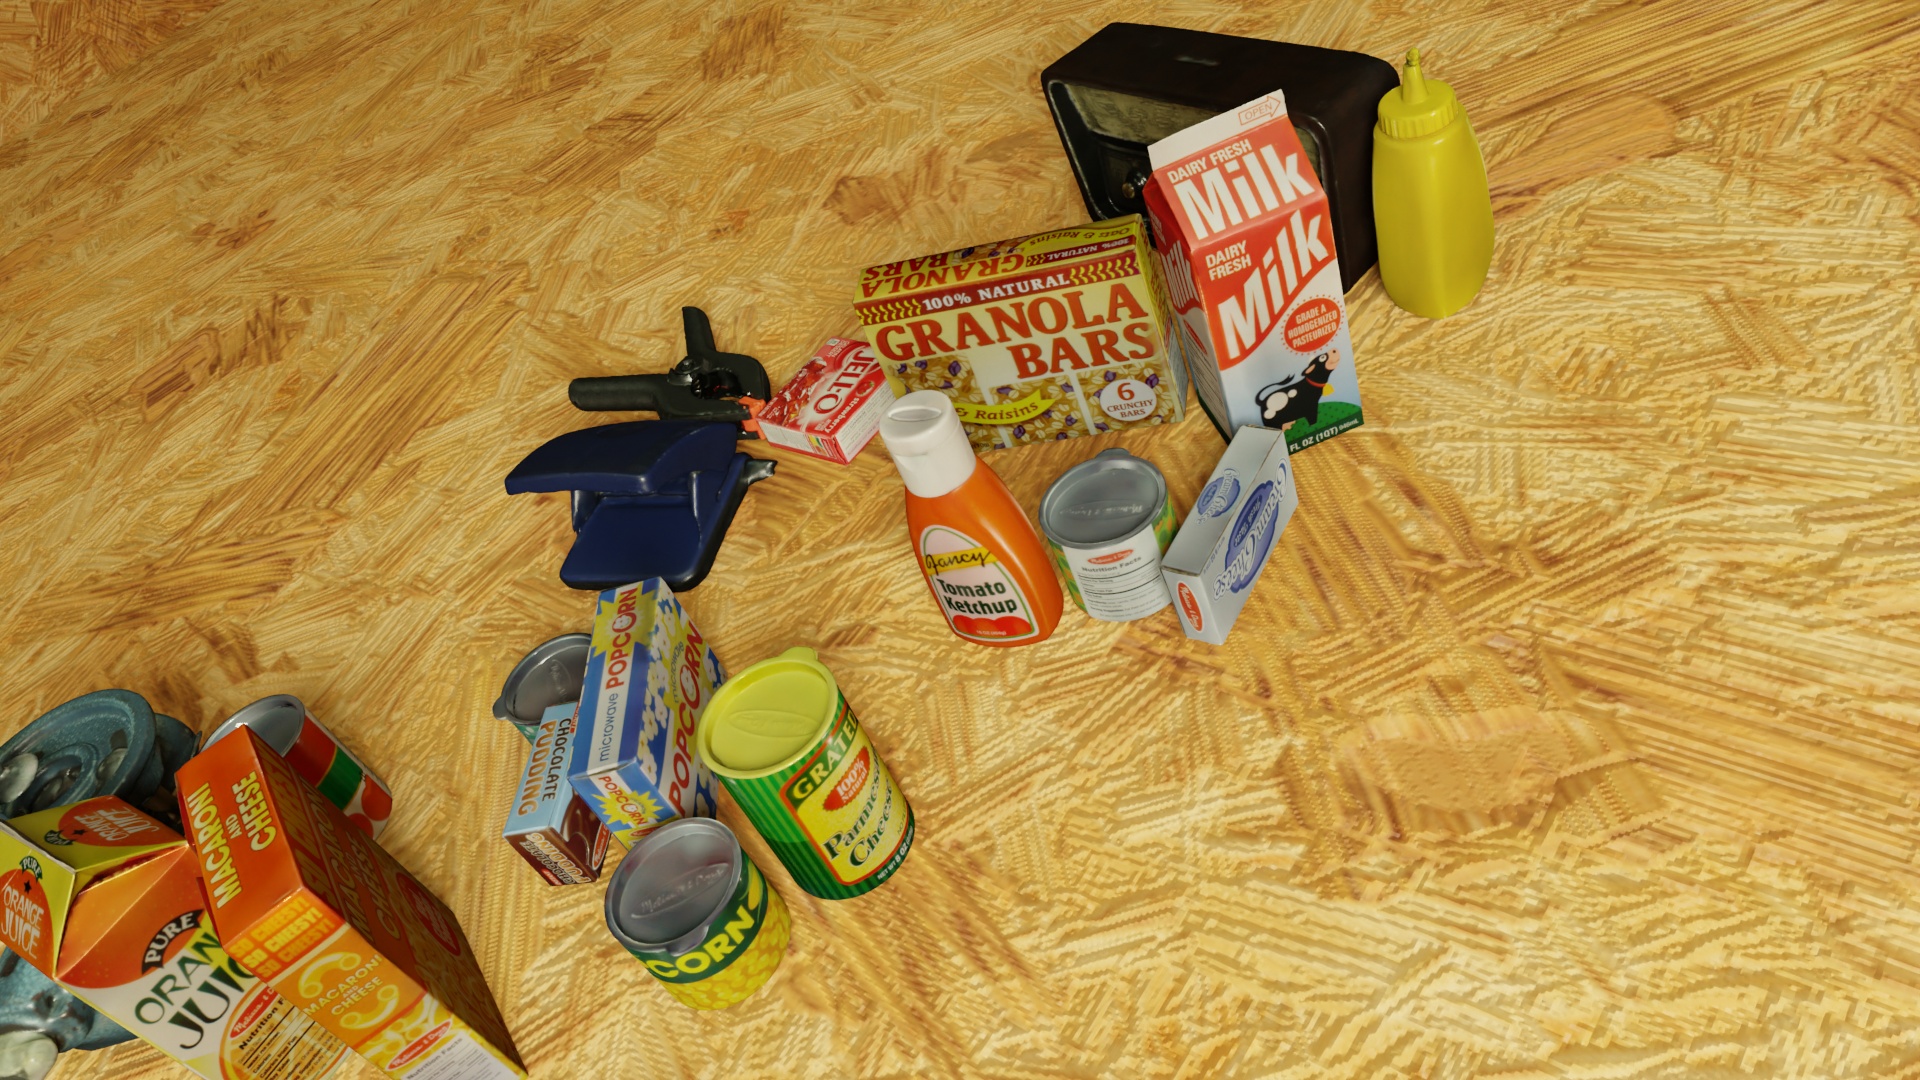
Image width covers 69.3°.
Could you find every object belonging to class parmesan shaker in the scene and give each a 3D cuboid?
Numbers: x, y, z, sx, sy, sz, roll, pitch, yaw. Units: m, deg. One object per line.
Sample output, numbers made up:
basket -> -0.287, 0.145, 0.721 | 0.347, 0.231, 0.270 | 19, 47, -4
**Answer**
parmesan shaker -> -0.066, 0.108, 0.635 | 0.071, 0.102, 0.072 | -14, 42, 13

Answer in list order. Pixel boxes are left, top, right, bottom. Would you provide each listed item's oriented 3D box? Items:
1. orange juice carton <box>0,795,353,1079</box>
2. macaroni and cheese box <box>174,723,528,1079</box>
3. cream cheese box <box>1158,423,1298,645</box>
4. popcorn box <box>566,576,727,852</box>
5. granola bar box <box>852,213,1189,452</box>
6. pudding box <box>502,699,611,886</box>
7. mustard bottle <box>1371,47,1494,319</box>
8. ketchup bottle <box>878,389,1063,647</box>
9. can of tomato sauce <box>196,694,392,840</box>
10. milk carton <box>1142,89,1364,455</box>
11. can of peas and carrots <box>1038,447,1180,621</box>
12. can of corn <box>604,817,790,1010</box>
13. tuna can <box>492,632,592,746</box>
orange juice carton -> -0.357, 0.183, 0.629 | 0.072, 0.191, 0.073 | 12, 53, 35
macaroni and cheese box -> -0.270, 0.173, 0.617 | 0.040, 0.165, 0.124 | -38, 42, -14
cream cheese box -> 0.135, -0.004, 0.692 | 0.024, 0.053, 0.104 | 11, 52, 35
popcorn box -> -0.156, 0.093, 0.708 | 0.038, 0.085, 0.127 | -17, 41, 10
granola bar box -> 0.037, -0.112, 0.800 | 0.165, 0.123, 0.039 | -8, 44, 19
pudding box -> -0.201, 0.129, 0.718 | 0.030, 0.049, 0.084 | -12, 42, 15
mustard bottle -> 0.254, -0.198, 0.757 | 0.049, 0.159, 0.065 | 26, 61, 42
ketchup bottle -> 0.002, -0.009, 0.689 | 0.064, 0.148, 0.044 | 0, 47, 27
can of tomato sauce -> -0.367, 0.137, 0.765 | 0.071, 0.082, 0.071 | -14, 42, 13
milk carton -> 0.150, -0.135, 0.718 | 0.072, 0.189, 0.074 | -24, 41, 2
can of peas and carrots -> 0.080, -0.003, 0.713 | 0.071, 0.058, 0.071 | -14, 42, 13
can of corn -> -0.117, 0.171, 0.627 | 0.071, 0.058, 0.071 | -14, 42, 13
tuna can -> -0.225, 0.089, 0.785 | 0.071, 0.032, 0.071 | -14, 42, 13
